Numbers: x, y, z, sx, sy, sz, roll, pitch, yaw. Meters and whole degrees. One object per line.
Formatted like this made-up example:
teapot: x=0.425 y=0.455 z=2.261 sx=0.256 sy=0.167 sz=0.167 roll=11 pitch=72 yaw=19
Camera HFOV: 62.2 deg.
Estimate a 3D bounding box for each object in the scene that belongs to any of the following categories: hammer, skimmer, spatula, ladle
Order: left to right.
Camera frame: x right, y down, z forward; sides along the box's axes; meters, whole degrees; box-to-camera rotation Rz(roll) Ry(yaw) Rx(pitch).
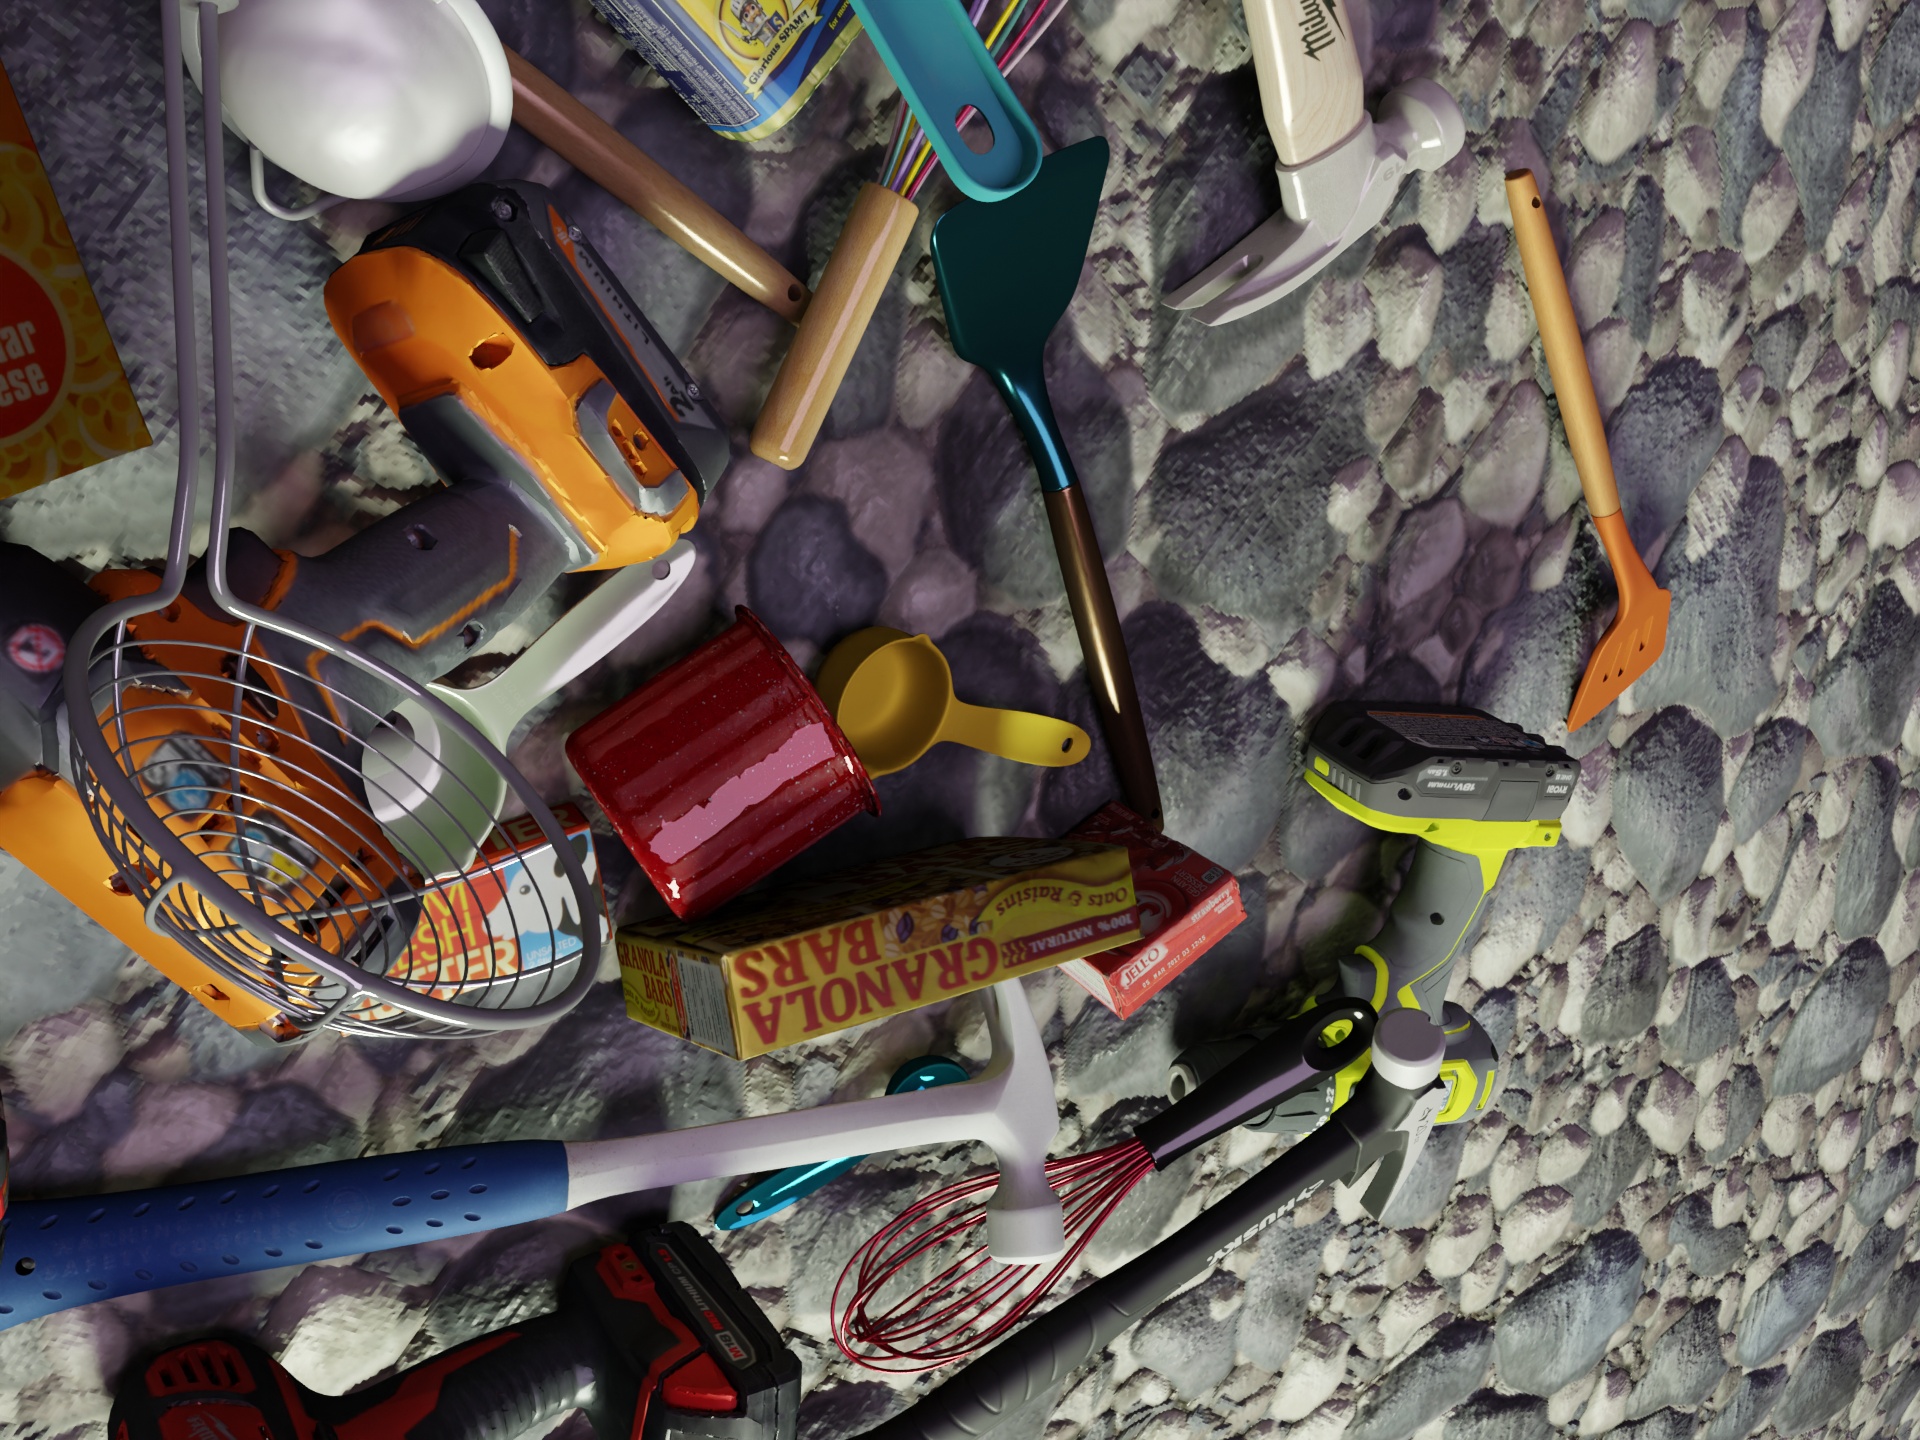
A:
skimmer: x=-0.144 y=-0.112 z=0.353 sx=0.127 sy=0.090 sz=0.363 roll=5 pitch=80 yaw=-71
ladle: x=-0.151 y=-0.206 z=0.460 sx=0.319 sy=0.062 sz=0.078 roll=31 pitch=81 yaw=-40
hammer: x=-0.142 y=0.167 z=0.611 sx=0.405 sy=0.035 sz=0.144 roll=-2 pitch=84 yaw=-27
spatula: x=0.052 y=-0.072 z=0.653 sx=0.082 sy=0.044 sz=0.317 roll=-33 pitch=125 yaw=-22
hammer: x=0.084 y=0.259 z=0.727 sx=0.335 sy=0.035 sz=0.146 roll=-29 pitch=141 yaw=-17
hammer: x=0.082 y=-0.329 z=0.529 sx=0.146 sy=0.038 sz=0.410 roll=-39 pitch=135 yaw=-11
spatula: x=0.317 y=-0.130 z=0.815 sx=0.081 sy=0.041 sz=0.322 roll=-37 pitch=121 yaw=-15

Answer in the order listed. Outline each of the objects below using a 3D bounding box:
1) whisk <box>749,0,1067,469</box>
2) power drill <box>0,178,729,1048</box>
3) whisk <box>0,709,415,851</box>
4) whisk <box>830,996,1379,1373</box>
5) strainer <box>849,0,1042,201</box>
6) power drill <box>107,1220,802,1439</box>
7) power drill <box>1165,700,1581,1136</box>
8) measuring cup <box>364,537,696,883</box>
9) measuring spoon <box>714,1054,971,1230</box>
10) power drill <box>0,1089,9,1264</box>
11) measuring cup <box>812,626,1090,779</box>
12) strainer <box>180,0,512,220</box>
whisk: x=-0.013 y=-0.200 z=0.544 sx=0.245 sy=0.047 sz=0.051 roll=-65 pitch=157 yaw=4
power drill: x=-0.174 y=-0.049 z=0.435 sx=0.164 sy=0.084 sz=0.227 roll=53 pitch=49 yaw=-32
whisk: x=-0.253 y=0.022 z=0.418 sx=0.239 sy=0.055 sz=0.055 roll=-14 pitch=118 yaw=-49
whisk: x=0.071 y=0.212 z=0.744 sx=0.296 sy=0.073 sz=0.073 roll=-30 pitch=123 yaw=-7
strainer: x=-0.062 y=-0.290 z=0.395 sx=0.211 sy=0.095 sz=0.340 roll=-36 pitch=105 yaw=-10
power drill: x=-0.170 y=0.276 z=0.567 sx=0.226 sy=0.188 sz=0.080 roll=-3 pitch=112 yaw=-36
power drill: x=0.208 y=0.111 z=0.809 sx=0.190 sy=0.080 sz=0.228 roll=2 pitch=110 yaw=-27
measuring cup: x=-0.162 y=-0.012 z=0.544 sx=0.167 sy=0.038 sz=0.083 roll=-41 pitch=126 yaw=-14
measuring spoon: x=-0.055 y=0.187 z=0.712 sx=0.128 sy=0.021 sz=0.042 roll=-28 pitch=123 yaw=-10
power drill: x=-0.337 y=0.063 z=0.440 sx=0.143 sy=0.079 sz=0.219 roll=1 pitch=105 yaw=-34
measuring cup: x=-0.001 y=-0.002 z=0.665 sx=0.156 sy=0.029 sz=0.062 roll=13 pitch=101 yaw=-48
strainer: x=-0.125 y=-0.209 z=0.392 sx=0.086 sy=0.050 sz=0.258 roll=23 pitch=130 yaw=-32
